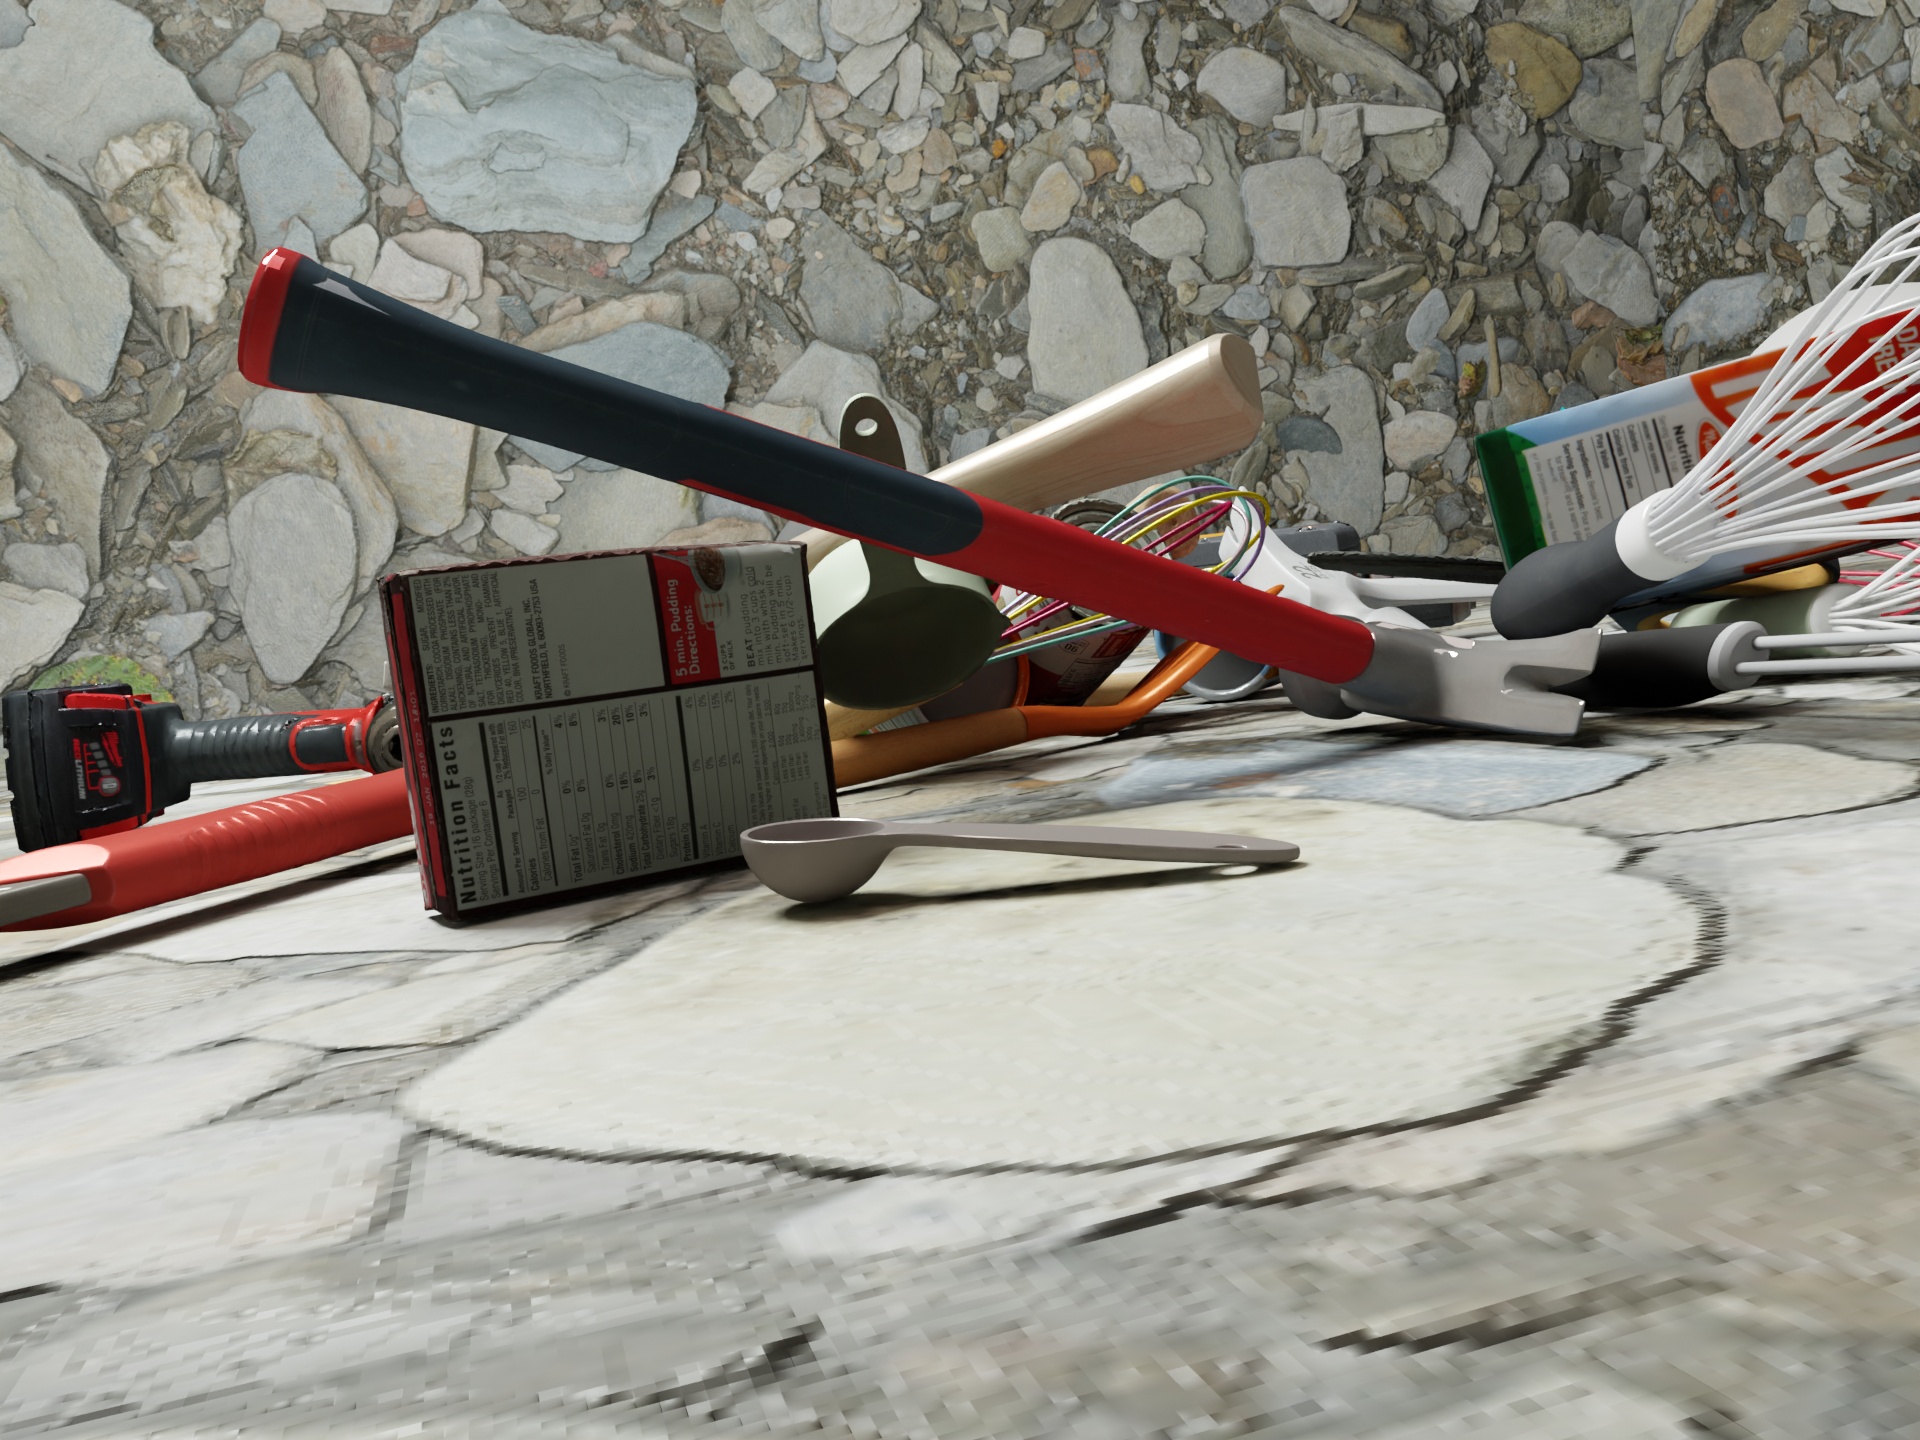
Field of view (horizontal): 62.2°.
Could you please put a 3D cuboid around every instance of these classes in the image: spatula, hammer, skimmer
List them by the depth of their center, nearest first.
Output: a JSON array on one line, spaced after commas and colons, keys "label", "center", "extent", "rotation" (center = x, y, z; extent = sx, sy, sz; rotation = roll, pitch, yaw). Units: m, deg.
[{"label": "skimmer", "center": [0.234, -0.042, 0.415], "extent": [0.127, 0.090, 0.363], "rotation": [-44, 11, -13]}, {"label": "hammer", "center": [-0.247, 0.044, 0.464], "extent": [0.149, 0.036, 0.359], "rotation": [-6, 5, 20]}, {"label": "hammer", "center": [-0.005, -0.059, 0.464], "extent": [0.386, 0.038, 0.143], "rotation": [15, -1, -19]}, {"label": "spatula", "center": [-0.001, -0.002, 0.623], "extent": [0.322, 0.041, 0.081], "rotation": [-12, -14, -33]}, {"label": "hammer", "center": [-0.067, -0.065, 0.654], "extent": [0.410, 0.038, 0.146], "rotation": [-20, -25, 36]}, {"label": "hammer", "center": [0.308, -0.072, 0.801], "extent": [0.405, 0.035, 0.144], "rotation": [-5, 34, -32]}, {"label": "hammer", "center": [0.071, -0.084, 0.884], "extent": [0.031, 0.130, 0.331], "rotation": [-32, 4, -8]}]

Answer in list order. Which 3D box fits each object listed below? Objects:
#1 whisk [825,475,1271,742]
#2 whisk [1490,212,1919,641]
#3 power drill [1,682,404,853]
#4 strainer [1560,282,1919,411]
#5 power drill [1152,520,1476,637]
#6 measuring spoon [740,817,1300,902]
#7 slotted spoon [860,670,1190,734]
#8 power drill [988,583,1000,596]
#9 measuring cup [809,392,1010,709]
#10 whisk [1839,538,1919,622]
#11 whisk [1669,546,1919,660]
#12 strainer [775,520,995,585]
[{"label": "whisk", "center": [0.015, -0.037, 0.654], "extent": [0.245, 0.051, 0.047], "rotation": [-26, -3, 2]}, {"label": "whisk", "center": [0.193, -0.054, 0.399], "extent": [0.070, 0.070, 0.284], "rotation": [-8, -8, -4]}, {"label": "power drill", "center": [-0.349, 0.015, 0.803], "extent": [0.226, 0.080, 0.188], "rotation": [-5, 4, -10]}, {"label": "strainer", "center": [0.415, -0.154, 0.747], "extent": [0.211, 0.095, 0.341], "rotation": [14, 11, -25]}, {"label": "power drill", "center": [0.218, -0.072, 0.973], "extent": [0.185, 0.084, 0.226], "rotation": [-4, 0, 18]}, {"label": "measuring spoon", "center": [0.011, 0.033, 0.350], "extent": [0.124, 0.018, 0.034], "rotation": [1, 6, 13]}, {"label": "slotted spoon", "center": [-0.019, -0.003, 0.773], "extent": [0.313, 0.031, 0.070], "rotation": [-7, -6, -23]}, {"label": "power drill", "center": [-0.047, -0.031, 0.895], "extent": [0.143, 0.078, 0.219], "rotation": [-5, 7, 28]}, {"label": "measuring cup", "center": [-0.029, -0.065, 0.568], "extent": [0.083, 0.038, 0.167], "rotation": [-16, -34, -6]}, {"label": "whisk", "center": [0.388, -0.059, 0.631], "extent": [0.073, 0.073, 0.296], "rotation": [-8, 10, -5]}, {"label": "whisk", "center": [0.301, -0.035, 0.531], "extent": [0.059, 0.058, 0.246], "rotation": [-38, 0, 0]}, {"label": "strainer", "center": [-0.093, -0.091, 0.866], "extent": [0.256, 0.069, 0.151], "rotation": [-13, 10, -28]}]
